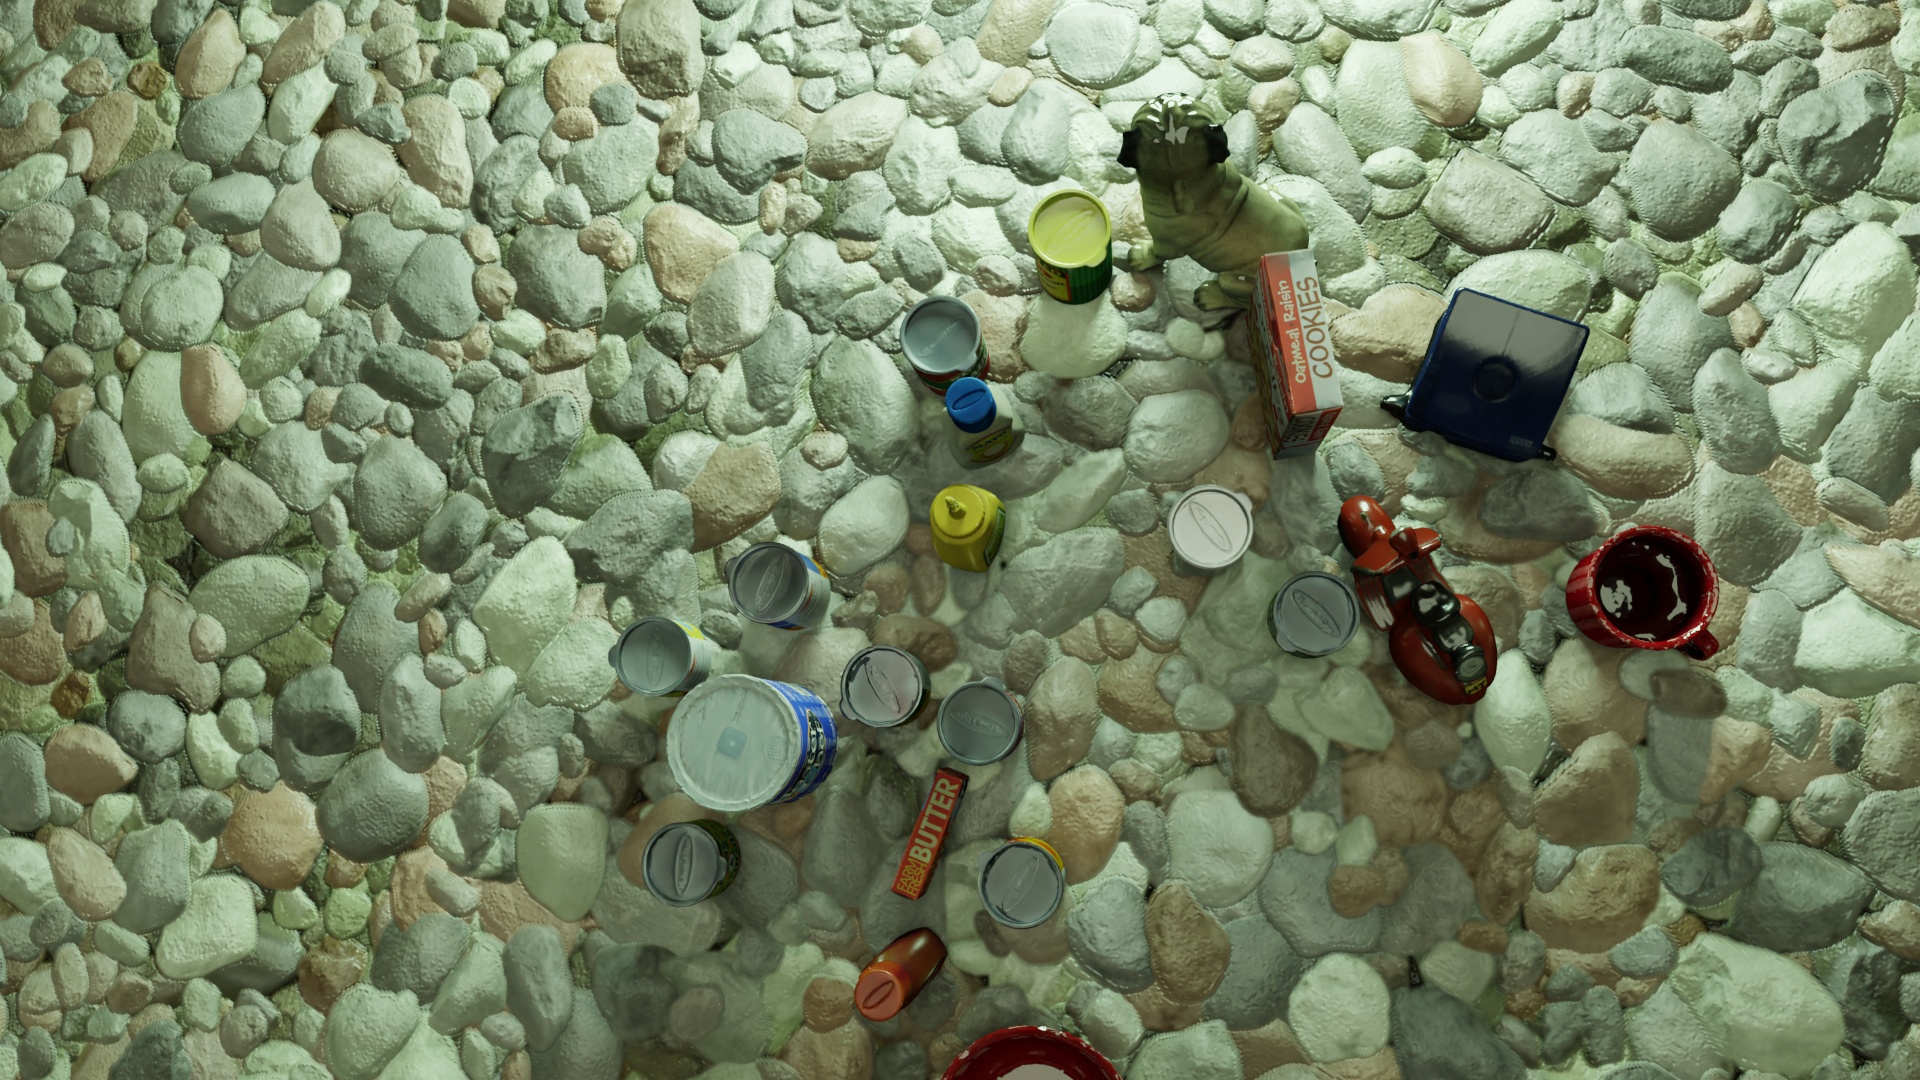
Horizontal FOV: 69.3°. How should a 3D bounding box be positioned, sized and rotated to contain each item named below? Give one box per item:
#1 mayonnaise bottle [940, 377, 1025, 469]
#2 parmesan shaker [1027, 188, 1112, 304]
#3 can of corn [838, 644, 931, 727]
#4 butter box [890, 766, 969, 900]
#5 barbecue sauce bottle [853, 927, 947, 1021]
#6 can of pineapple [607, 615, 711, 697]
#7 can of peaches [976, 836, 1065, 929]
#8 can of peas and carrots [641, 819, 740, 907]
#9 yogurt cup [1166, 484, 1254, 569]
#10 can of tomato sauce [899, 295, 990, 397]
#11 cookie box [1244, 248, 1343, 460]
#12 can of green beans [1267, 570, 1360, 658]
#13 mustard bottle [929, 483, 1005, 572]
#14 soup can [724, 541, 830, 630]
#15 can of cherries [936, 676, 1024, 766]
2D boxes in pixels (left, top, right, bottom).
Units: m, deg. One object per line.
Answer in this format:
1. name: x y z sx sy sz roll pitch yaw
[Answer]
1. mayonnaise bottle: 0.015 -0.095 1.111 0.065 0.148 0.041 -28 80 3
2. parmesan shaker: 0.094 -0.238 1.145 0.071 0.103 0.071 -1 82 7
3. can of corn: -0.062 0.121 1.133 0.071 0.058 0.071 -1 82 7
4. butter box: -0.023 0.234 1.114 0.024 0.053 0.103 21 85 10
5. barbecue sauce bottle: -0.049 0.331 1.054 0.065 0.148 0.044 -41 79 0
6. can of pineapple: -0.249 0.097 1.160 0.071 0.058 0.071 -1 82 7
7. can of peaches: 0.048 0.268 1.097 0.071 0.058 0.071 -1 82 7
8. can of peas and carrots: -0.216 0.261 1.131 0.071 0.058 0.071 -1 82 7
9. yogurt cup: 0.201 -0.007 1.122 0.072 0.054 0.072 -1 82 7
10. can of tomato sauce: -0.010 -0.159 1.156 0.071 0.083 0.071 -1 82 7
11. cookie box: 0.255 -0.139 1.078 0.040 0.167 0.123 -10 81 6
12. can of green beans: 0.278 0.060 1.100 0.071 0.058 0.071 -1 82 7
13. mustard bottle: 0.004 -0.014 1.093 0.049 0.160 0.065 16 84 9
14. soup can: -0.150 0.038 1.144 0.071 0.083 0.071 -1 82 7
15. can of cherries: 0.019 0.145 1.119 0.071 0.058 0.071 -1 82 7
